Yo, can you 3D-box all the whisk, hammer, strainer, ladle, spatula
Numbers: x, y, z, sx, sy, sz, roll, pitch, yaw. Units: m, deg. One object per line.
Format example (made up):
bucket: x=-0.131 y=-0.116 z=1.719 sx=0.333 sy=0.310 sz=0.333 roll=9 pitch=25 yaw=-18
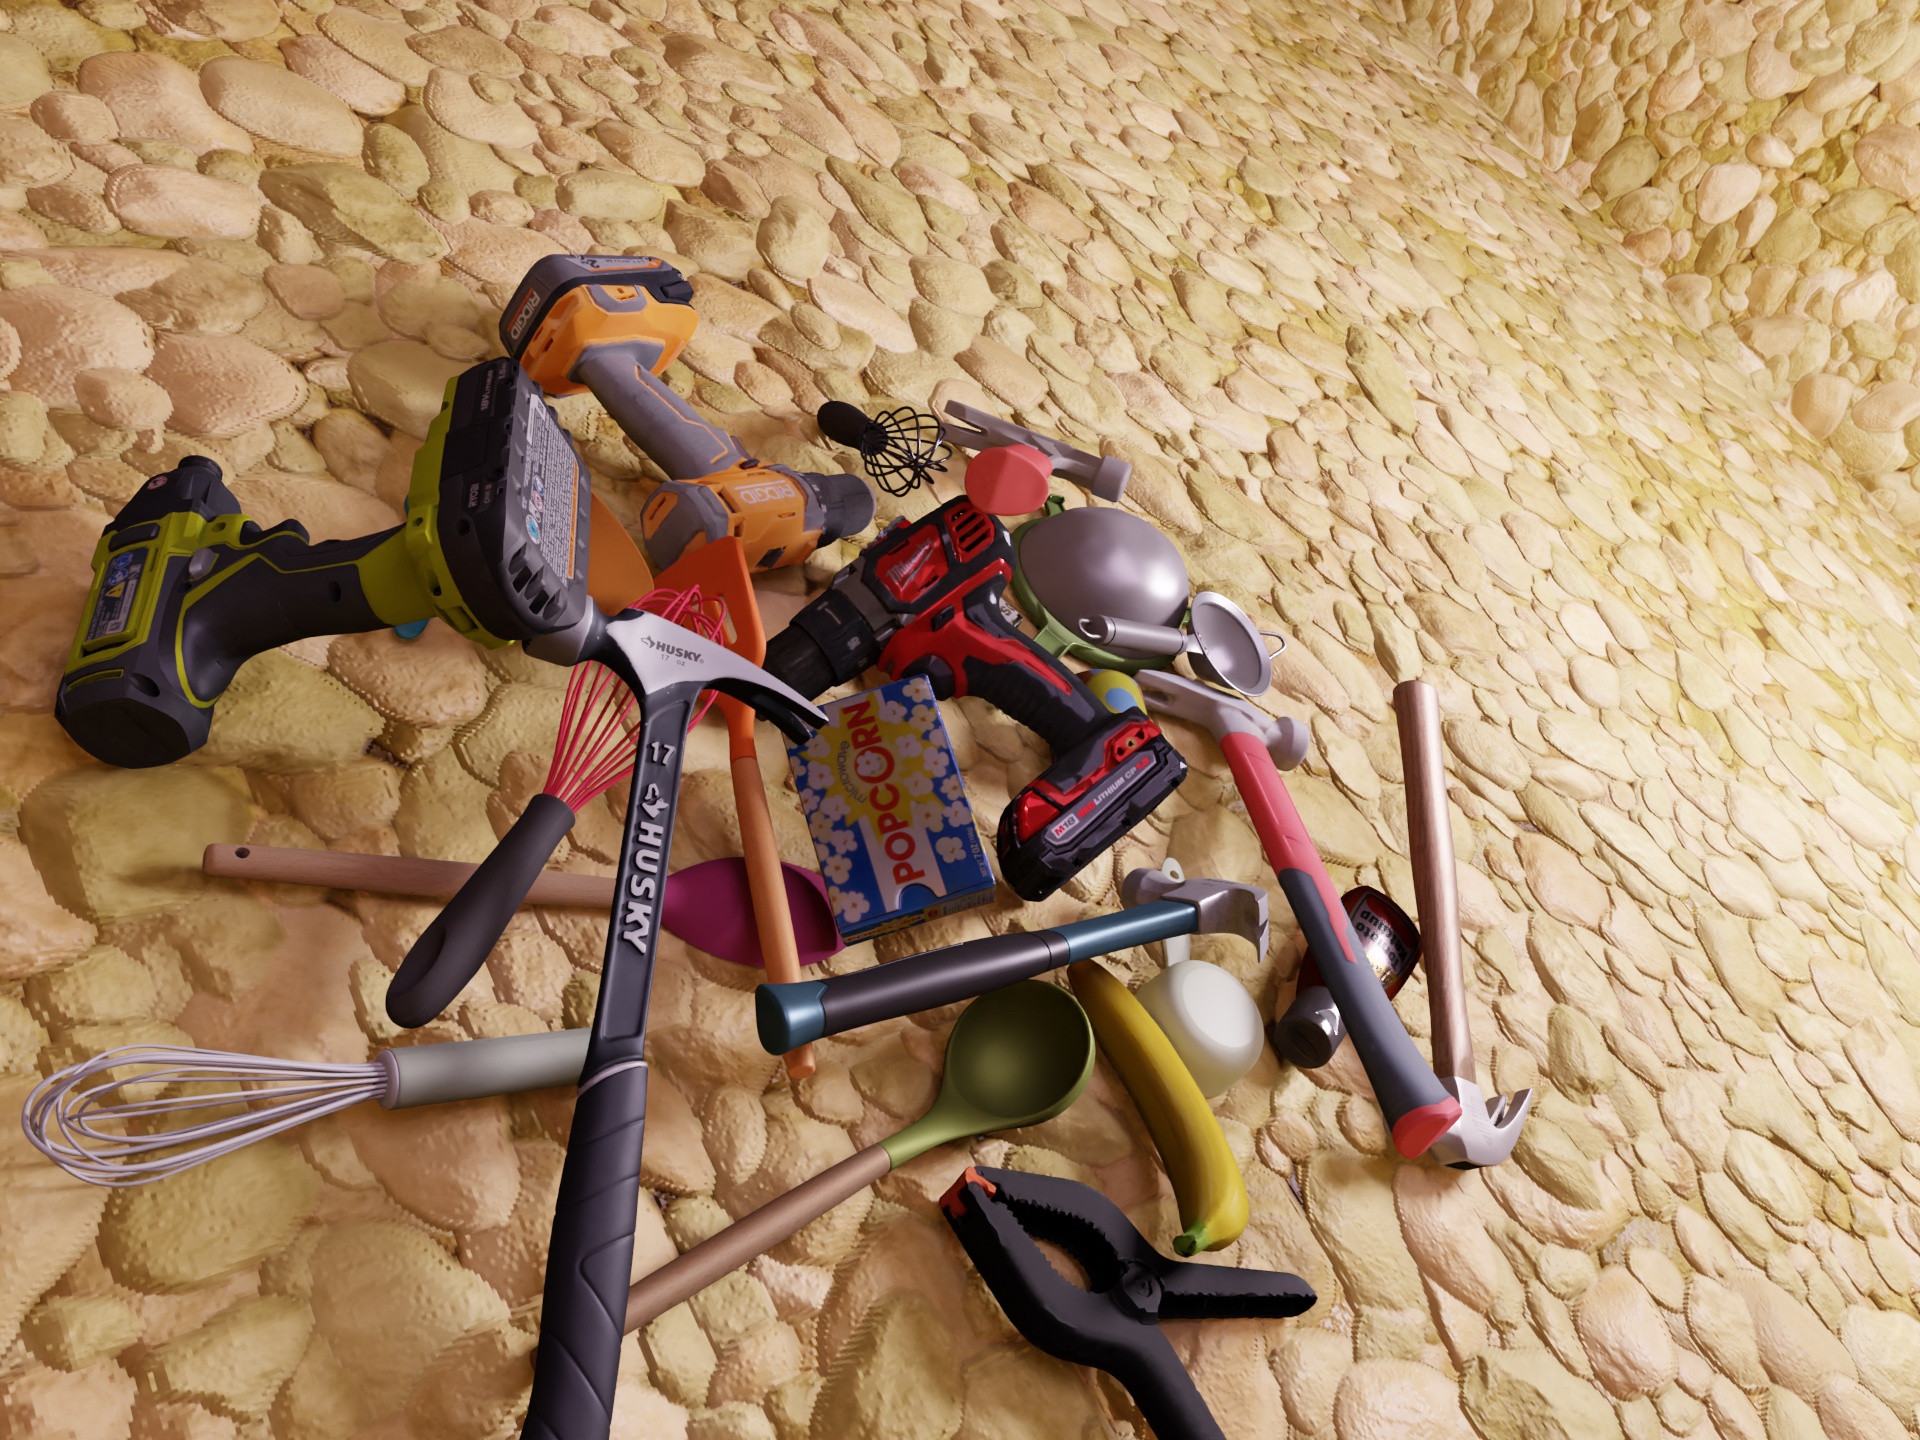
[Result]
whisk: x=-0.187 y=0.031 z=0.764 sx=0.073 sy=0.073 sz=0.296 roll=32 pitch=45 yaw=-6
hammer: x=0.201 y=0.101 z=0.975 sx=0.143 sy=0.038 sz=0.387 roll=18 pitch=31 yaw=-21
hammer: x=-0.141 y=0.134 z=0.676 sx=0.149 sy=0.036 sz=0.409 roll=17 pitch=57 yaw=-25
strainer: x=0.090 y=-0.086 z=1.106 sx=0.151 sy=0.069 sz=0.256 roll=39 pitch=37 yaw=2
hammer: x=0.032 y=-0.170 z=1.035 sx=0.149 sy=0.036 sz=0.359 roll=20 pitch=14 yaw=4
strainer: x=0.148 y=-0.054 z=1.090 sx=0.258 sy=0.050 sz=0.087 roll=4 pitch=60 yaw=-54
whisk: x=-0.243 y=0.147 z=0.649 sx=0.246 sy=0.057 sz=0.059 roll=2 pitch=30 yaw=-42
hammer: x=0.311 y=0.123 z=1.030 sx=0.130 sy=0.031 sz=0.332 roll=27 pitch=53 yaw=-36
whisk: x=-0.059 y=-0.187 z=1.038 sx=0.055 sy=0.055 sz=0.239 roll=17 pitch=11 yaw=-23
hammer: x=0.034 y=0.119 z=0.809 sx=0.331 sy=0.128 sz=0.033 roll=-7 pitch=96 yaw=-41
ladle: x=-0.055 y=0.203 z=0.728 sx=0.078 sy=0.062 sz=0.320 roll=28 pitch=33 yaw=36
spatula: x=-0.115 y=0.039 z=0.831 sx=0.041 sy=0.081 sz=0.323 roll=42 pitch=24 yaw=-47

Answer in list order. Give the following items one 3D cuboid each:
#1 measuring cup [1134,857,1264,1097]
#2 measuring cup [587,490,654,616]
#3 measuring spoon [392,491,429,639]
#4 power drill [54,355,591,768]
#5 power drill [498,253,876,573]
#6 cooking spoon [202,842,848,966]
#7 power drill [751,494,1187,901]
measuring cup: x=0.140 y=0.141 z=0.945 sx=0.083 sy=0.038 sz=0.168 roll=21 pitch=44 yaw=-20
measuring cup: x=-0.246 y=-0.111 z=0.877 sx=0.174 sy=0.095 sz=0.052 roll=38 pitch=67 yaw=19
measuring spoon: x=-0.288 y=-0.093 z=0.866 sx=0.042 sy=0.021 sz=0.129 roll=19 pitch=41 yaw=-21
power drill: x=-0.289 y=-0.081 z=0.726 sx=0.223 sy=0.080 sz=0.171 roll=-15 pitch=51 yaw=8
power drill: x=-0.164 y=-0.190 z=1.013 sx=0.226 sy=0.084 sz=0.185 roll=53 pitch=35 yaw=12
cooking spoon: x=-0.193 y=0.082 z=0.769 sx=0.318 sy=0.017 sz=0.069 roll=9 pitch=47 yaw=-32
power drill: x=-0.001 y=-0.003 z=0.922 sx=0.188 sy=0.080 sz=0.227 roll=-37 pitch=81 yaw=-17
